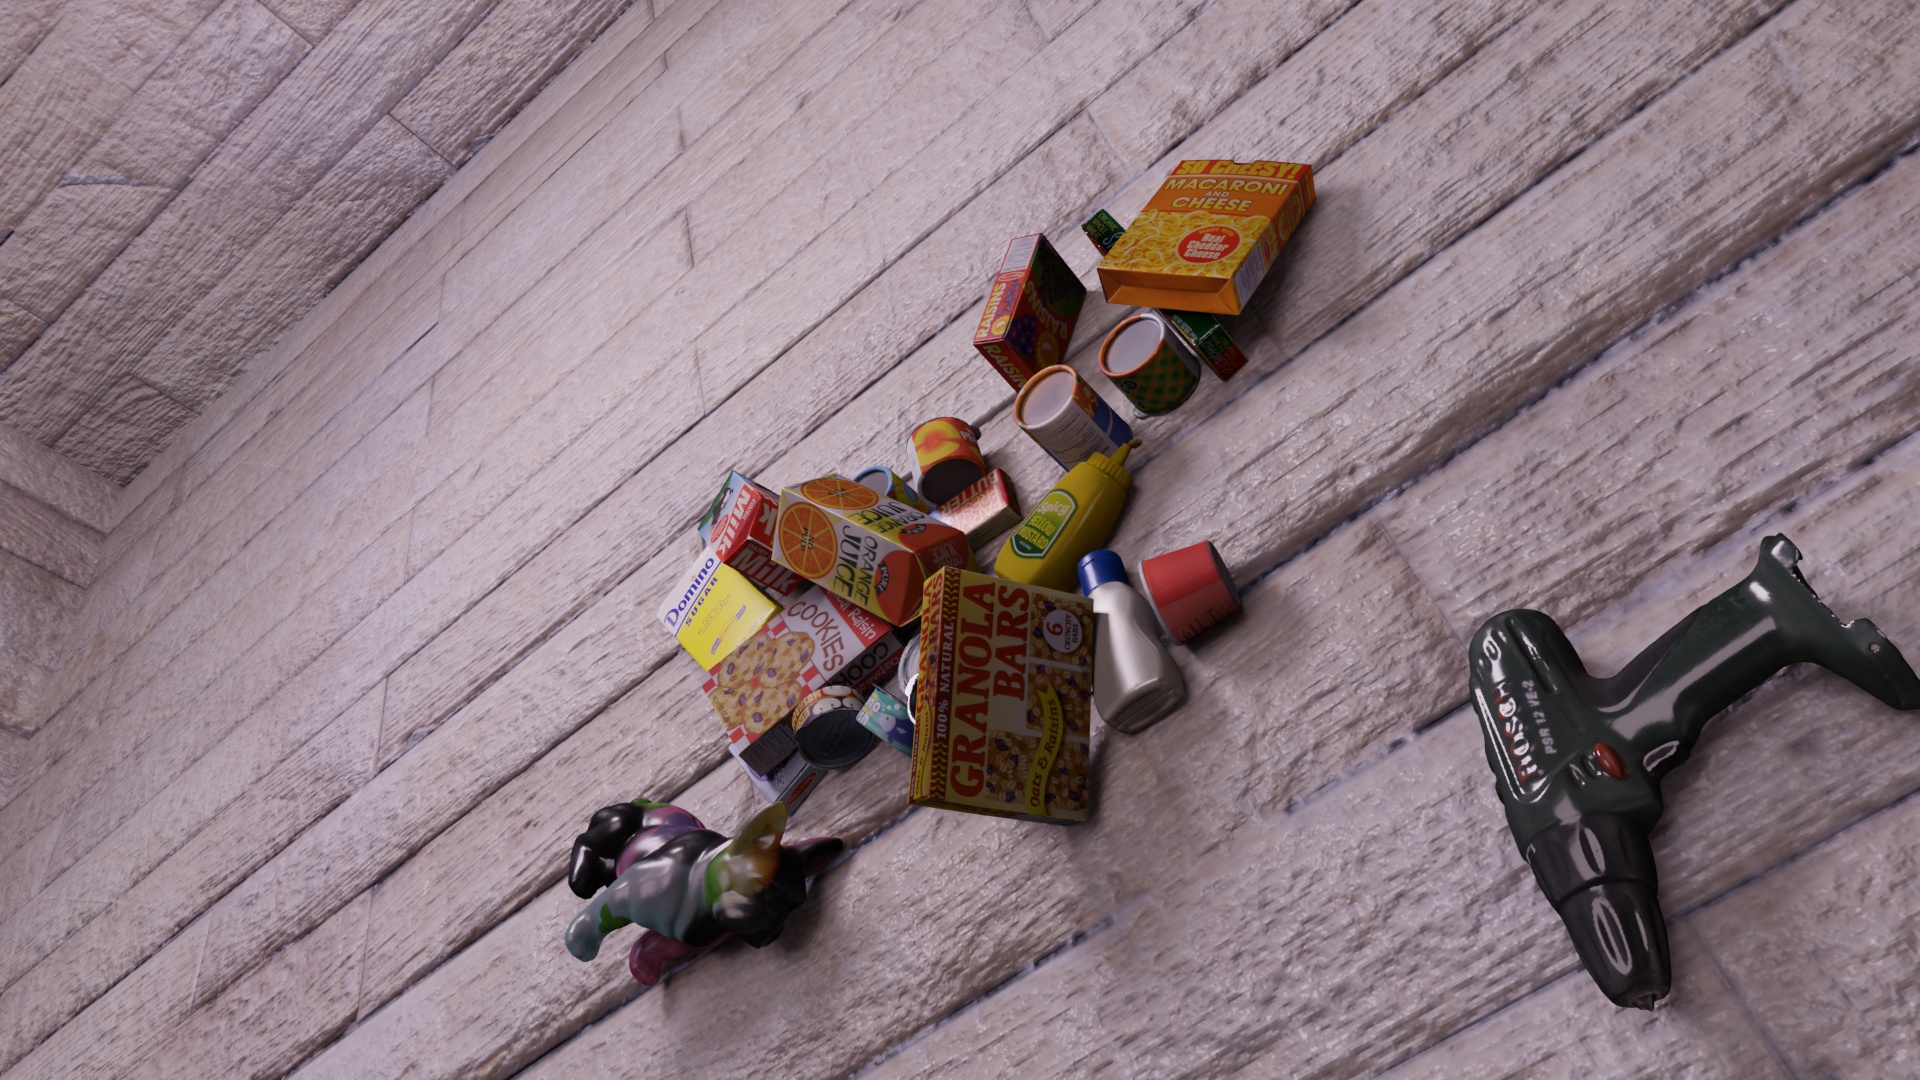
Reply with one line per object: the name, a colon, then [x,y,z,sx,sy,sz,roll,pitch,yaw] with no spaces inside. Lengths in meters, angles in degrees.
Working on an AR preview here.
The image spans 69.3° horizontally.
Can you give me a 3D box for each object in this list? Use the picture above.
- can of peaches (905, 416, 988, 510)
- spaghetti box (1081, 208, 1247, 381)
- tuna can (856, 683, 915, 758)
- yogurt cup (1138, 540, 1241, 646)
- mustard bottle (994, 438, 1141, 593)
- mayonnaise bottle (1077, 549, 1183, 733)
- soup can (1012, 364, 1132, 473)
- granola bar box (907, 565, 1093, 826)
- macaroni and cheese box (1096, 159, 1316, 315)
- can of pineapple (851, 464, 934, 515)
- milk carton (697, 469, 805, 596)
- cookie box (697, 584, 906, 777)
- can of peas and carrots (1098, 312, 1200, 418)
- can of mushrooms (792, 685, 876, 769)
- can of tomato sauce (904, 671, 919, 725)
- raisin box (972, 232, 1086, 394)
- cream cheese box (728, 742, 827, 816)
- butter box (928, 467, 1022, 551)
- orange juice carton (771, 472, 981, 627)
can of peaches: [-0.010,-0.070,1.253,0.071,0.071,0.058,-35,40,18]
spaghetti box: [0.172,-0.220,1.214,0.028,0.050,0.251,-40,39,9]
tuna can: [-0.050,0.146,1.108,0.071,0.071,0.033,26,80,51]
yogurt cup: [0.166,0.035,0.999,0.054,0.072,0.073,-26,43,15]
mustard bottle: [0.094,-0.022,1.126,0.160,0.048,0.065,-53,40,-5]
mayonnaise bottle: [0.119,0.069,1.033,0.064,0.041,0.149,-38,38,23]
soup can: [0.093,-0.099,1.163,0.071,0.083,0.072,-26,43,28]
granola bar box: [0.031,0.112,0.989,0.039,0.124,0.166,143,135,-59]
macaroni and cheese box: [0.208,-0.259,1.164,0.124,0.040,0.167,12,51,34]
can of pineapple: [-0.069,-0.029,1.282,0.071,0.057,0.071,-25,44,27]
milk carton: [-0.189,-0.005,1.323,0.073,0.072,0.191,-60,24,1]
cookie box: [-0.139,0.111,1.222,0.167,0.040,0.123,-39,38,-5]
can of peas and carrots: [0.156,-0.146,1.161,0.071,0.058,0.071,-26,43,27]
can of mushrooms: [-0.108,0.155,1.156,0.071,0.071,0.033,-41,37,11]
can of tomato sauce: [0.009,0.131,1.053,0.071,0.083,0.071,-26,44,28]
raisin box: [0.066,-0.206,1.276,0.040,0.086,0.124,-1,59,38]
cream cheese box: [-0.161,0.191,1.215,0.053,0.024,0.104,-49,38,-3]
butter box: [0.004,-0.015,1.227,0.103,0.024,0.053,-34,41,19]
orange juice carton: [-0.065,0.013,1.187,0.193,0.072,0.072,25,117,30]
